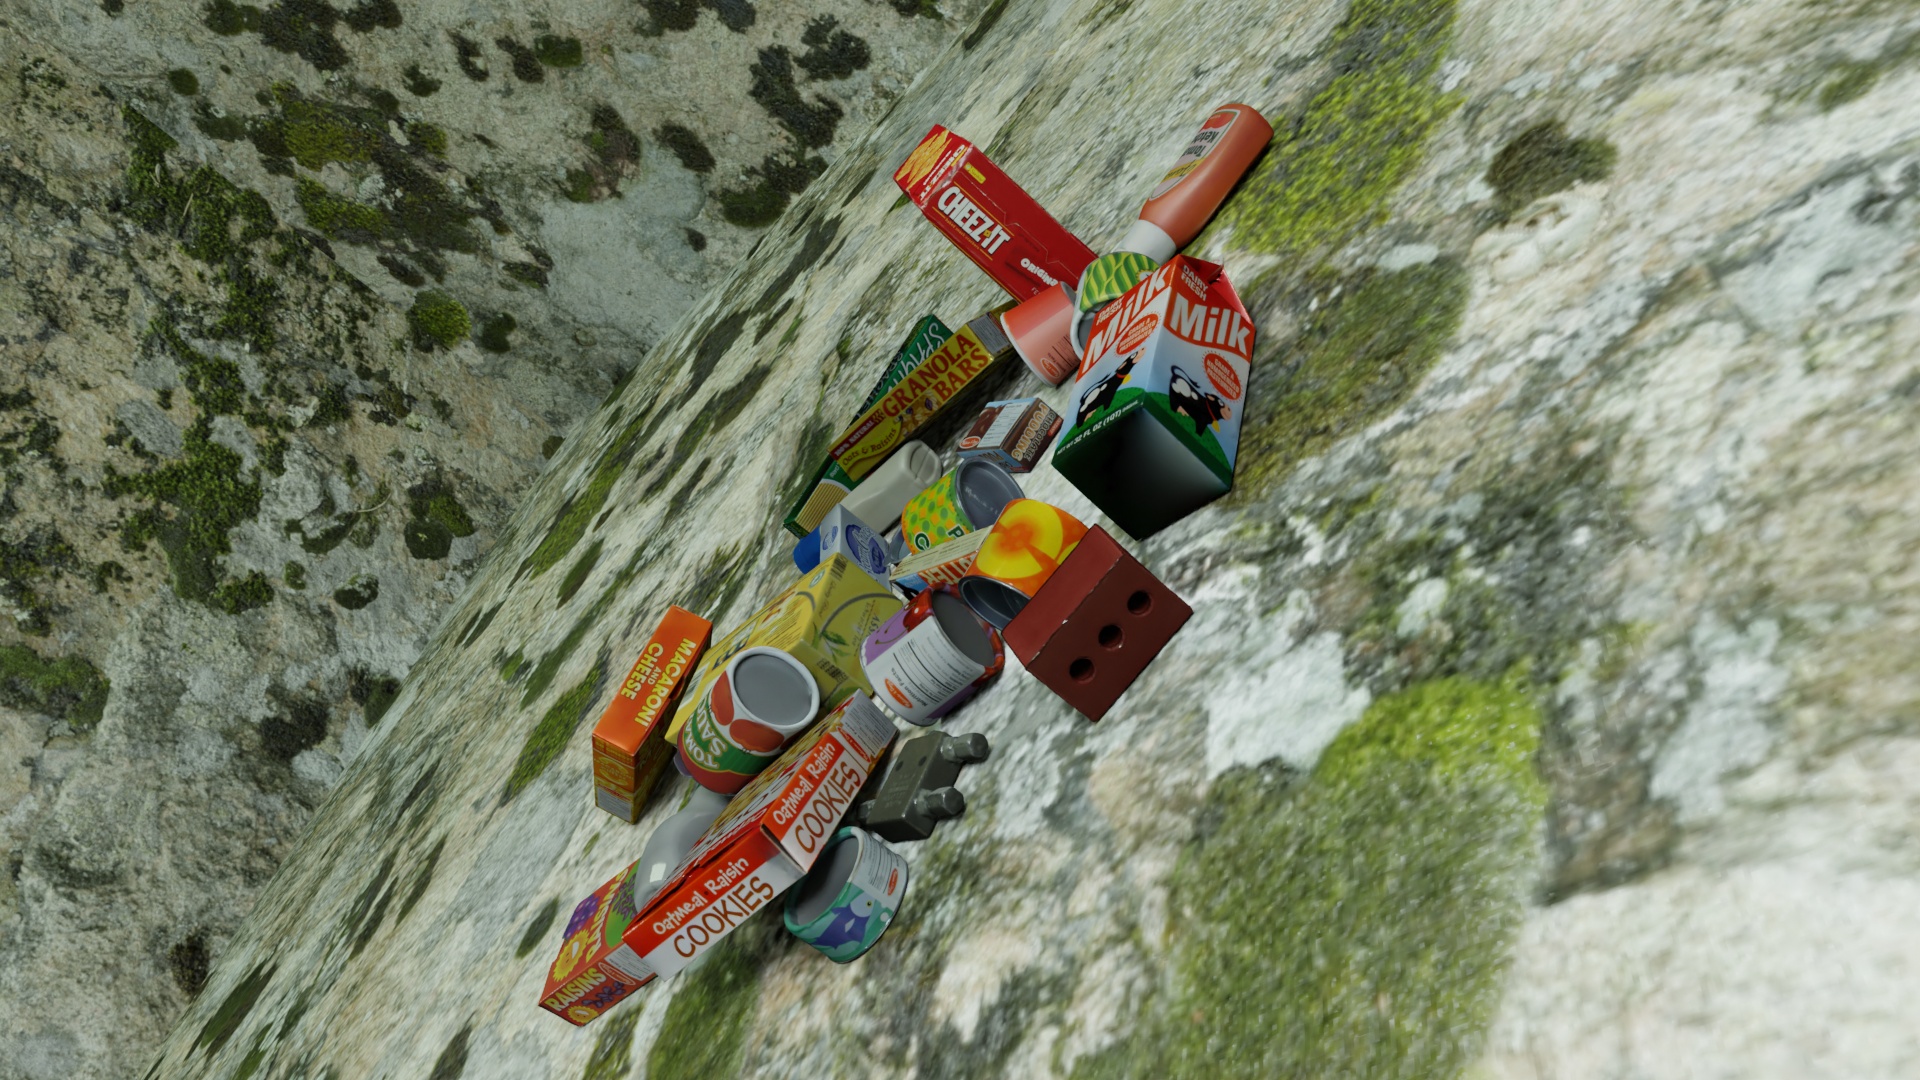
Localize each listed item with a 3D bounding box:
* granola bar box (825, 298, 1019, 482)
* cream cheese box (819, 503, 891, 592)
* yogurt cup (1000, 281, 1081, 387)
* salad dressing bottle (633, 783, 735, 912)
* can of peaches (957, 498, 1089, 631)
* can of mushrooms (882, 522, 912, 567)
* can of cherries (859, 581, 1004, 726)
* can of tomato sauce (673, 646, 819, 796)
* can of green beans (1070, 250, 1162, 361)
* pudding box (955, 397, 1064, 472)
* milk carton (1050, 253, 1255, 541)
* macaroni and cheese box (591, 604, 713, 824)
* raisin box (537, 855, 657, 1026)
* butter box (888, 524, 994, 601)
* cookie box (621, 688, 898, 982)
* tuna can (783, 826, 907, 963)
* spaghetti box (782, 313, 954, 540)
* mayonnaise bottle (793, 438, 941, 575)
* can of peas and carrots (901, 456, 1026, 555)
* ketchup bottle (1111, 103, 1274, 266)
[{"bbox_3d":[-0.021,-0.124,1.145,0.165,0.039,0.125,-39,2,27],"label":"granola bar box"},{"bbox_3d":[-0.080,0.014,1.063,0.024,0.053,0.104,-47,20,16],"label":"cream cheese box"},{"bbox_3d":[0.070,-0.156,1.035,0.054,0.072,0.073,-35,24,16],"label":"yogurt cup"},{"bbox_3d":[-0.173,0.198,0.930,0.044,0.064,0.148,-22,20,18],"label":"salad dressing bottle"},{"bbox_3d":[0.043,0.018,0.785,0.071,0.071,0.058,-14,40,58],"label":"can of peaches"},{"bbox_3d":[-0.020,0.001,0.990,0.071,0.033,0.071,-41,22,21],"label":"can of mushrooms"},{"bbox_3d":[-0.016,0.065,0.821,0.058,0.071,0.072,-41,22,23],"label":"can of cherries"},{"bbox_3d":[-0.141,0.118,0.912,0.082,0.071,0.071,-50,16,38],"label":"can of tomato sauce"},{"bbox_3d":[0.110,-0.153,0.942,0.071,0.071,0.058,-36,25,33],"label":"can of green beans"},{"bbox_3d":[0.035,-0.077,1.015,0.050,0.030,0.083,-56,21,-13],"label":"pudding box"},{"bbox_3d":[0.119,-0.098,0.816,0.072,0.073,0.192,-33,25,38],"label":"milk carton"},{"bbox_3d":[-0.245,0.142,1.109,0.165,0.040,0.124,114,-177,-59],"label":"macaroni and cheese box"},{"bbox_3d":[-0.229,0.267,0.950,0.123,0.040,0.086,-39,24,29],"label":"raisin box"},{"bbox_3d":[0.004,0.025,0.869,0.103,0.053,0.024,-20,33,52],"label":"butter box"},{"bbox_3d":[-0.113,0.167,0.813,0.122,0.040,0.168,-41,4,23],"label":"cookie box"},{"bbox_3d":[-0.064,0.191,0.748,0.071,0.033,0.071,-41,22,21],"label":"tuna can"},{"bbox_3d":[-0.073,-0.099,1.250,0.028,0.050,0.251,-12,42,57],"label":"spaghetti box"},{"bbox_3d":[-0.079,-0.021,1.141,0.147,0.041,0.065,-39,16,30],"label":"mayonnaise bottle"},{"bbox_3d":[0.003,-0.011,0.916,0.058,0.071,0.071,-34,25,39],"label":"can of peas and carrots"},{"bbox_3d":[0.168,-0.254,1.030,0.149,0.043,0.065,-53,20,-5],"label":"ketchup bottle"}]
